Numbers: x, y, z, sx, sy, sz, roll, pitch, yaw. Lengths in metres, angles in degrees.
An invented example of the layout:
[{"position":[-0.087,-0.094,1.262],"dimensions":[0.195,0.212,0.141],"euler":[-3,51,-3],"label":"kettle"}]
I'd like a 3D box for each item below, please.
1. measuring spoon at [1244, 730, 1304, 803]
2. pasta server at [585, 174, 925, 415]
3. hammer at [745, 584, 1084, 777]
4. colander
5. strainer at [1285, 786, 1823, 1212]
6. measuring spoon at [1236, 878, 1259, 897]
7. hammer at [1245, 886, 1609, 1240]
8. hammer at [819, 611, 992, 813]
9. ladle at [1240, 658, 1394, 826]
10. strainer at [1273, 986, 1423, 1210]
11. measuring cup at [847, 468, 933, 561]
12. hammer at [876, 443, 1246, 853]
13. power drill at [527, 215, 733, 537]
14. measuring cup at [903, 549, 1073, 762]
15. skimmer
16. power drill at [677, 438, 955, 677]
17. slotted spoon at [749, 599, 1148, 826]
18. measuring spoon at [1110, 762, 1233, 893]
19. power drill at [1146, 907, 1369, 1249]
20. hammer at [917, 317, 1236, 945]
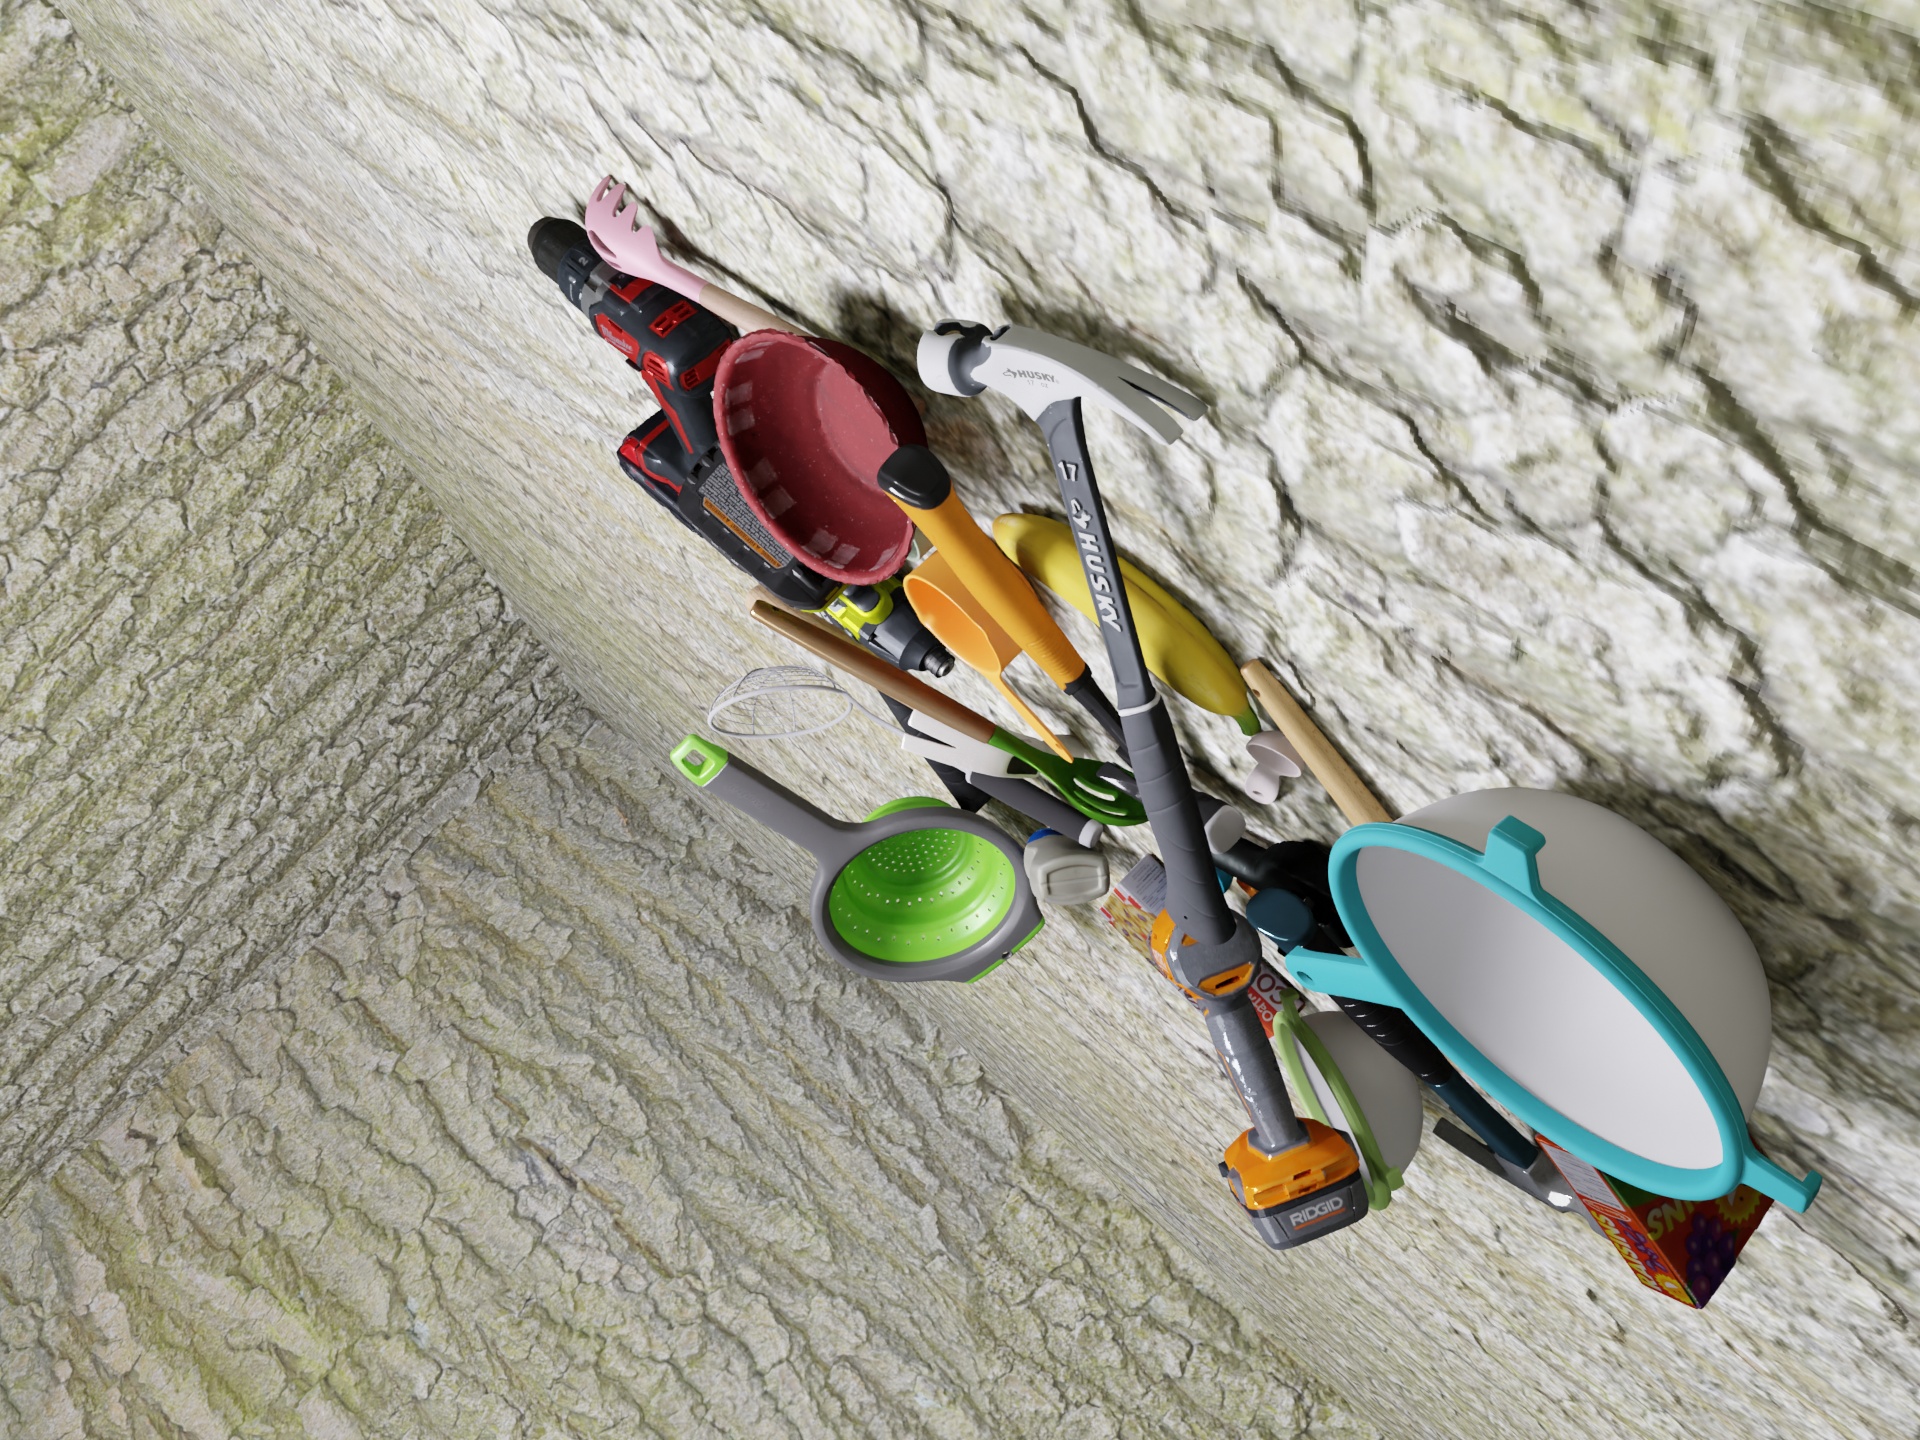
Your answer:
[{"position":[0.181,0.028,0.928],"dimensions":[0.034,0.018,0.124],"euler":[29,169,12],"label":"measuring spoon"},{"position":[-0.136,-0.264,1.003],"dimensions":[0.316,0.040,0.060],"euler":[34,162,28],"label":"pasta server"},{"position":[-0.062,-0.036,1.226],"dimensions":[0.130,0.031,0.332],"euler":[1,-157,-46],"label":"hammer"},{"position":[-0.096,0.097,1.415],"dimensions":[0.396,0.204,0.095],"euler":[36,-157,-32],"label":"colander"},{"position":[0.258,0.105,0.759],"dimensions":[0.211,0.095,0.340],"euler":[50,167,-4],"label":"strainer"},{"position":[0.231,0.146,1.117],"dimensions":[0.116,0.011,0.021],"euler":[48,166,-23],"label":"measuring spoon"},{"position":[0.291,0.212,0.996],"dimensions":[0.330,0.033,0.128],"euler":[43,169,-24],"label":"hammer"},{"position":[-0.069,-0.036,1.411],"dimensions":[0.146,0.035,0.334],"euler":[22,153,56],"label":"hammer"},{"position":[0.253,0.089,0.864],"dimensions":[0.315,0.031,0.069],"euler":[50,166,-8],"label":"ladle"},{"position":[0.295,0.288,1.174],"dimensions":[0.256,0.069,0.152],"euler":[69,175,-61],"label":"strainer"},{"position":[-0.065,-0.166,1.049],"dimensions":[0.168,0.038,0.083],"euler":[42,167,38],"label":"measuring cup"},{"position":[0.053,-0.042,0.942],"dimensions":[0.336,0.034,0.127],"euler":[47,173,-38],"label":"hammer"},{"position":[-0.231,-0.259,1.185],"dimensions":[0.188,0.080,0.226],"euler":[40,162,22],"label":"power drill"},{"position":[0.037,-0.048,1.049],"dimensions":[0.173,0.052,0.095],"euler":[49,166,-22],"label":"measuring cup"},{"position":[-0.052,0.045,1.354],"dimensions":[0.363,0.090,0.127],"euler":[27,175,24],"label":"skimmer"},{"position":[-0.092,-0.109,1.127],"dimensions":[0.171,0.080,0.223],"euler":[41,-179,21],"label":"power drill"},{"position":[-0.002,-0.003,1.083],"dimensions":[0.313,0.031,0.070],"euler":[28,-152,-10],"label":"slotted spoon"},{"position":[0.151,0.070,1.127],"dimensions":[0.129,0.021,0.042],"euler":[49,168,28],"label":"measuring spoon"},{"position":[0.194,0.230,1.099],"dimensions":[0.164,0.084,0.226],"euler":[116,133,-88],"label":"power drill"},{"position":[0.096,-0.023,0.842],"dimensions":[0.149,0.036,0.408],"euler":[20,144,41],"label":"hammer"}]
